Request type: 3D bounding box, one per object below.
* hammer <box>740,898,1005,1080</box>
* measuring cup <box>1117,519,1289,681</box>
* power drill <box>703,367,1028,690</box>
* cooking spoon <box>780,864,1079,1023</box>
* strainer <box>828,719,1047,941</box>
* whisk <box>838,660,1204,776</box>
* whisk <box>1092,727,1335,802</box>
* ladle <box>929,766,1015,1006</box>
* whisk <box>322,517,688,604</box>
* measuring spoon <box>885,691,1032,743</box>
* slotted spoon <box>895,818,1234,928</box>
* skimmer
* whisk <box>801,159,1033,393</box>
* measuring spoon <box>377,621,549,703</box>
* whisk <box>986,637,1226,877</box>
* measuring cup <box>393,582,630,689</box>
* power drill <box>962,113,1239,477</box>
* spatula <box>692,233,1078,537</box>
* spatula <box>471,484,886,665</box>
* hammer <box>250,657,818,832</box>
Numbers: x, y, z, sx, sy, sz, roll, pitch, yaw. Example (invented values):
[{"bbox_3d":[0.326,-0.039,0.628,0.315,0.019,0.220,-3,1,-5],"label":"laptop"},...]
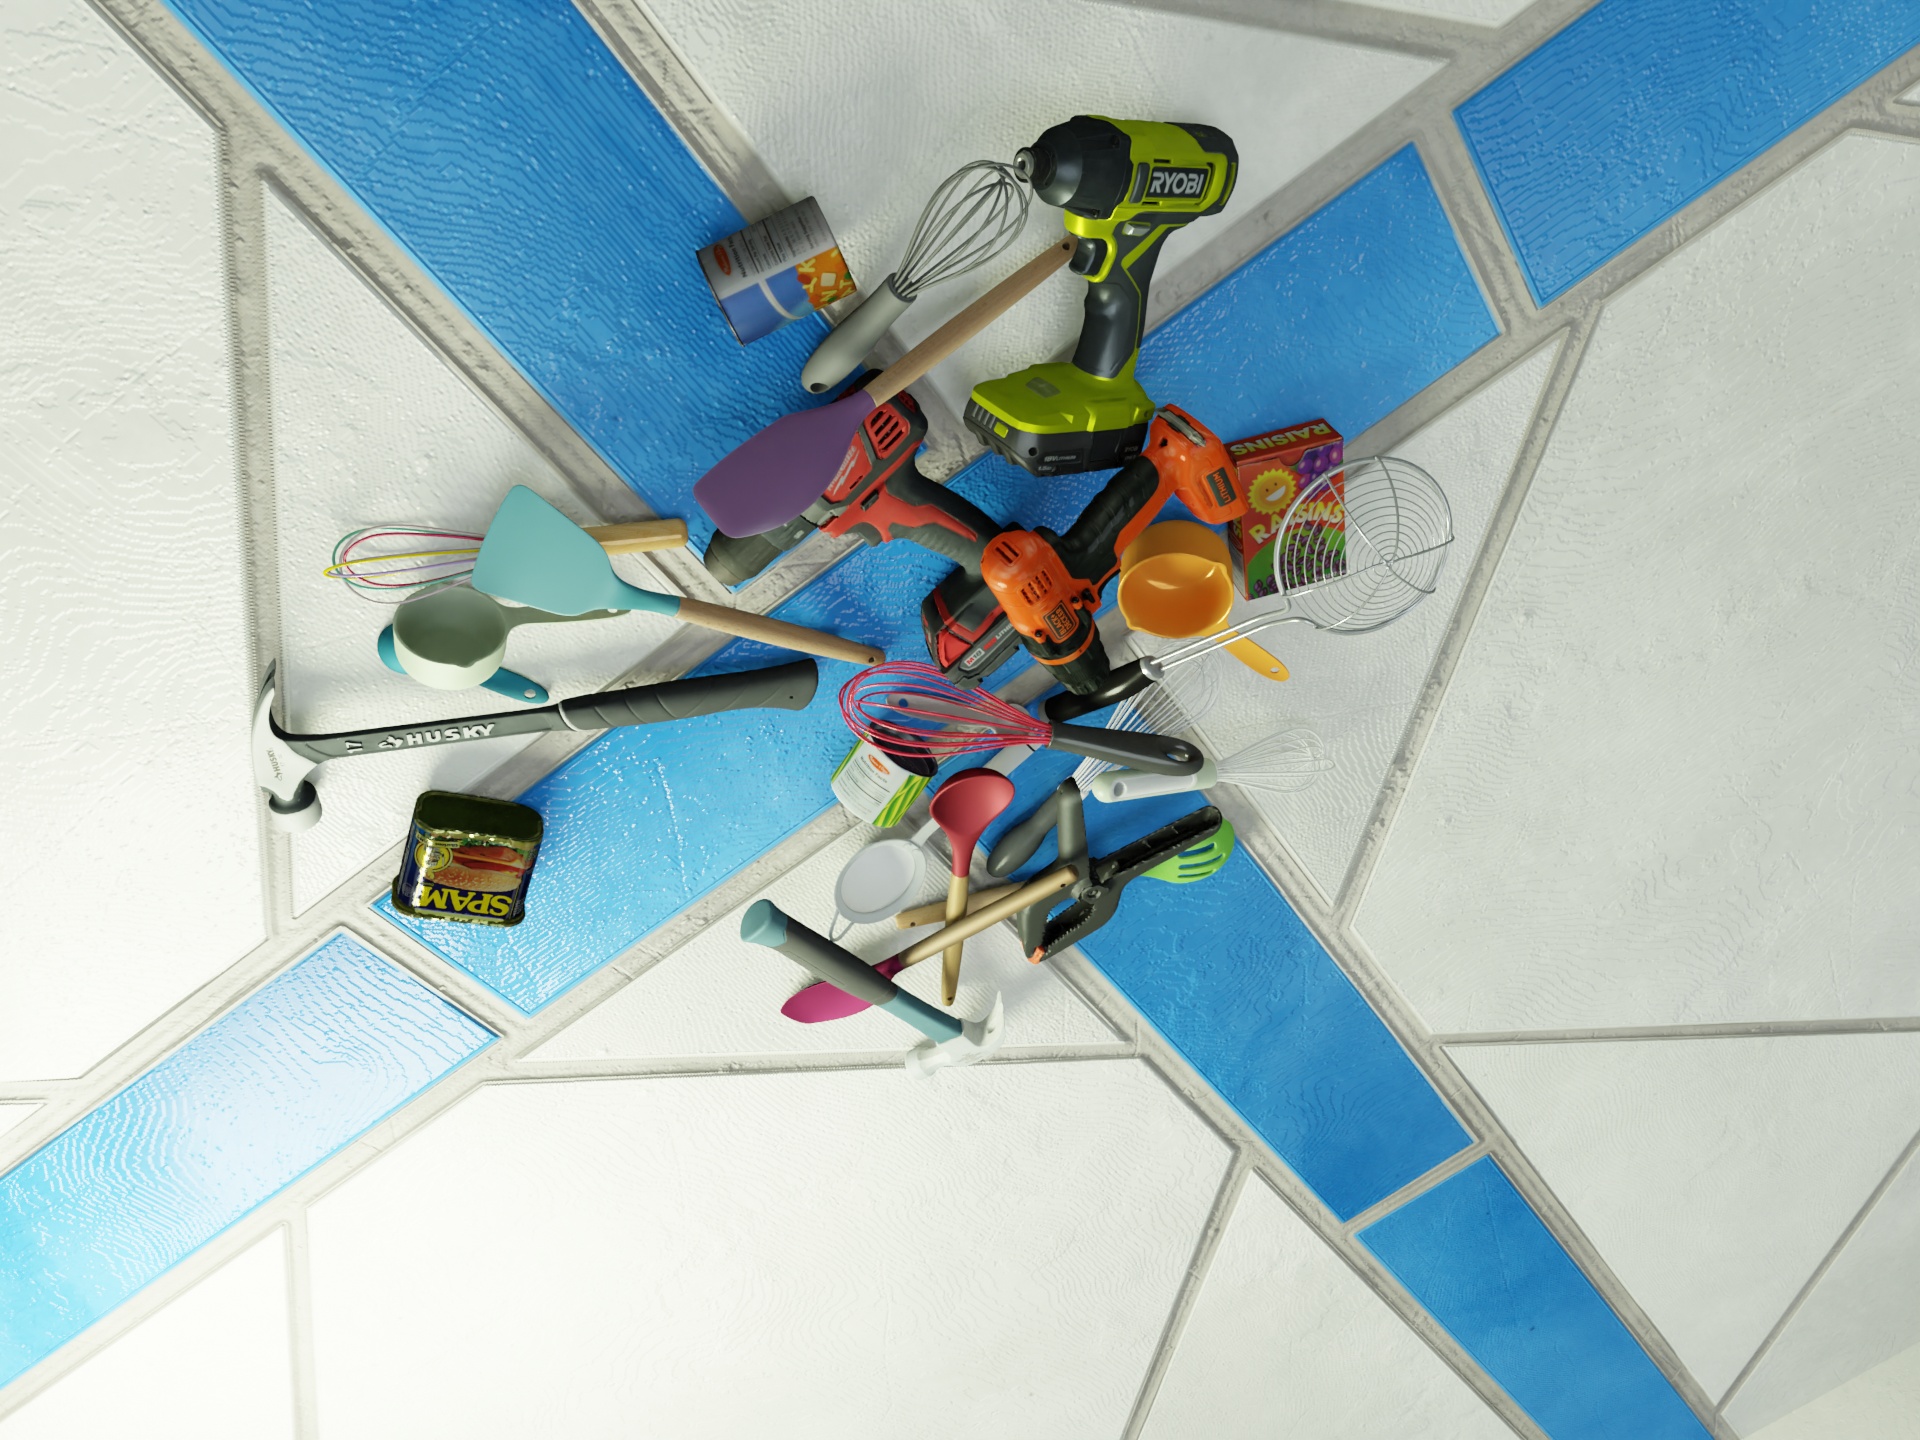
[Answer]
[{"bbox_3d":[-0.074,0.229,1.356,0.128,0.033,0.330,-25,140,23],"label":"hammer"},{"bbox_3d":[0.196,-0.091,1.235,0.173,0.052,0.095,33,132,-28],"label":"measuring cup"},{"bbox_3d":[-0.053,-0.120,1.147,0.188,0.080,0.226,-41,122,14],"label":"power drill"},{"bbox_3d":[-0.029,0.195,1.363,0.319,0.017,0.068,-30,137,26],"label":"cooking spoon"},{"bbox_3d":[-0.021,0.084,1.321,0.258,0.050,0.086,-41,135,7],"label":"strainer"},{"bbox_3d":[0.050,0.006,1.235,0.295,0.073,0.073,11,121,-11],"label":"whisk"},{"bbox_3d":[0.212,0.043,1.314,0.246,0.059,0.057,-6,108,-30],"label":"whisk"},{"bbox_3d":[0.000,0.145,1.344,0.069,0.031,0.315,-6,135,-12],"label":"ladle"},{"bbox_3d":[-0.312,-0.118,1.101,0.245,0.051,0.047,-8,147,-15],"label":"whisk"},{"bbox_3d":[-0.002,-0.004,1.278,0.124,0.034,0.018,11,165,-16],"label":"measuring spoon"},{"bbox_3d":[0.096,0.143,1.403,0.313,0.031,0.070,-13,130,-5],"label":"slotted spoon"},{"bbox_3d":[0.194,-0.079,1.182,0.127,0.090,0.363,38,142,-24],"label":"skimmer"},{"bbox_3d":[-0.035,-0.273,1.008,0.055,0.055,0.239,23,146,-28],"label":"whisk"},{"bbox_3d":[-0.358,-0.034,1.152,0.128,0.021,0.042,23,116,-27],"label":"measuring spoon"},{"bbox_3d":[0.114,0.036,1.318,0.070,0.070,0.284,29,117,-30],"label":"whisk"},{"bbox_3d":[-0.316,-0.061,1.128,0.167,0.083,0.038,-9,144,-30],"label":"measuring cup"},{"bbox_3d":[0.083,-0.280,1.045,0.171,0.080,0.223,-14,131,-38],"label":"power drill"},{"bbox_3d":[-0.039,-0.226,1.052,0.316,0.018,0.060,-40,91,-9],"label":"spatula"},{"bbox_3d":[-0.185,-0.083,1.142,0.317,0.044,0.082,14,115,-38],"label":"spatula"},{"bbox_3d":[-0.307,-0.005,1.170,0.409,0.036,0.149,-8,138,-13],"label":"hammer"}]
